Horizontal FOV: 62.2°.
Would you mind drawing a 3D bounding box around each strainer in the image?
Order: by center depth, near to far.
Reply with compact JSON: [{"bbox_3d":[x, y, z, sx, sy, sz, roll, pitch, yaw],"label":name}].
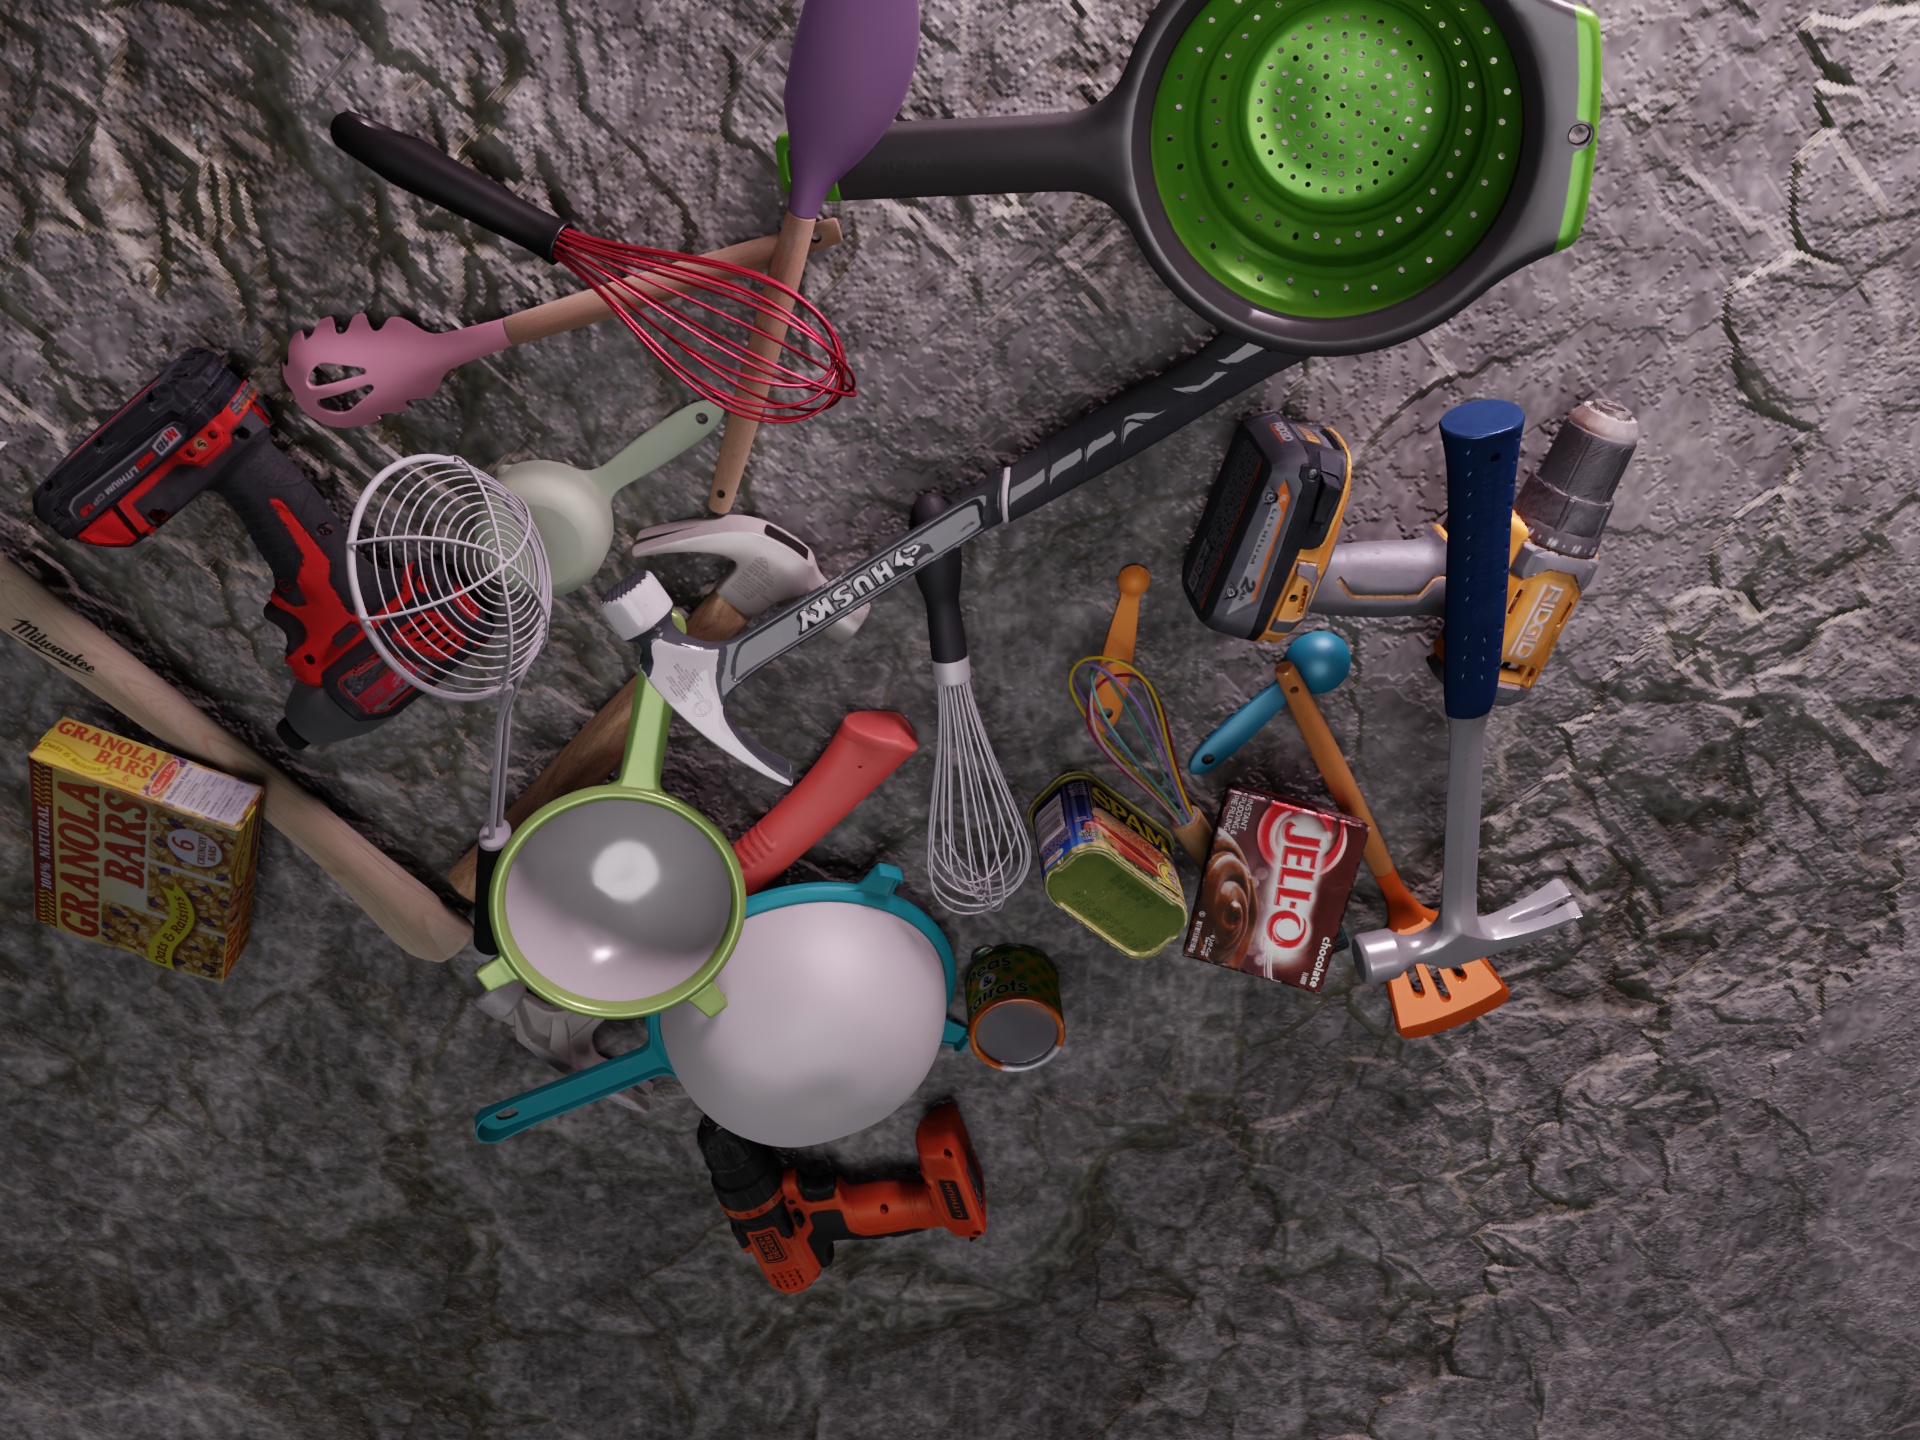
[{"bbox_3d":[-0.198,0.052,0.964,0.151,0.069,0.256,9,103,-13],"label":"strainer"},{"bbox_3d":[-0.157,0.235,1.044,0.340,0.095,0.210,-21,130,-1],"label":"strainer"}]

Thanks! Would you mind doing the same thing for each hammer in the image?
[{"bbox_3d":[0.011,-0.110,0.887,0.409,0.036,0.149,-30,114,5],"label":"hammer"},{"bbox_3d":[0.300,0.000,0.924,0.144,0.035,0.405,-13,129,-1],"label":"hammer"},{"bbox_3d":[-0.449,0.010,0.954,0.146,0.038,0.410,-25,122,32],"label":"hammer"},{"bbox_3d":[-0.211,0.002,0.978,0.130,0.031,0.331,38,112,-22],"label":"hammer"},{"bbox_3d":[-0.156,0.123,1.049,0.149,0.037,0.359,40,112,-23],"label":"hammer"}]

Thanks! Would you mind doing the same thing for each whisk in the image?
[{"bbox_3d":[-0.185,-0.232,0.805,0.296,0.073,0.073,28,116,-2],"label":"whisk"},{"bbox_3d":[-0.003,-0.003,0.973,0.070,0.070,0.284,-7,116,2],"label":"whisk"},{"bbox_3d":[0.137,0.048,1.010,0.047,0.051,0.244,-29,123,10],"label":"whisk"}]

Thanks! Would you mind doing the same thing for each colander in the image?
[{"bbox_3d":[0.105,-0.295,0.797,0.397,0.094,0.204,4,122,16],"label":"colander"}]

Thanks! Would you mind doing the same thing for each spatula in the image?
[{"bbox_3d":[-0.087,-0.239,0.827,0.059,0.018,0.315,22,126,-3],"label":"spatula"},{"bbox_3d":[0.270,0.086,1.036,0.081,0.041,0.322,-25,123,14],"label":"spatula"}]

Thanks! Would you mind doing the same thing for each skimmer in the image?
[{"bbox_3d":[-0.290,0.015,0.914,0.090,0.127,0.363,25,135,5],"label":"skimmer"}]

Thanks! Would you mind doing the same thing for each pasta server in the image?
[{"bbox_3d":[-0.216,-0.219,0.854,0.316,0.040,0.060,-16,120,3],"label":"pasta server"}]

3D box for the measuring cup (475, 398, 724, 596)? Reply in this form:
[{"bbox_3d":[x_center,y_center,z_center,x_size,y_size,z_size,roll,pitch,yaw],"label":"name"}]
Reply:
[{"bbox_3d":[-0.202,-0.129,0.897,0.167,0.038,0.083,-30,117,17],"label":"measuring cup"}]

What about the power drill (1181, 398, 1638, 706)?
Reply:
[{"bbox_3d":[0.262,-0.112,0.906,0.226,0.084,0.185,11,120,-14],"label":"power drill"}]

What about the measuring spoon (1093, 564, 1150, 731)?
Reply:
[{"bbox_3d":[0.098,-0.041,0.978,0.021,0.011,0.116,6,120,-6],"label":"measuring spoon"}]

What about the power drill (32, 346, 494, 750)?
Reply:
[{"bbox_3d":[-0.387,-0.084,0.890,0.143,0.079,0.219,-37,119,8],"label":"power drill"}]

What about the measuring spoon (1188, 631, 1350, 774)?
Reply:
[{"bbox_3d":[0.193,-0.004,0.997,0.042,0.021,0.128,38,112,-22],"label":"measuring spoon"}]
